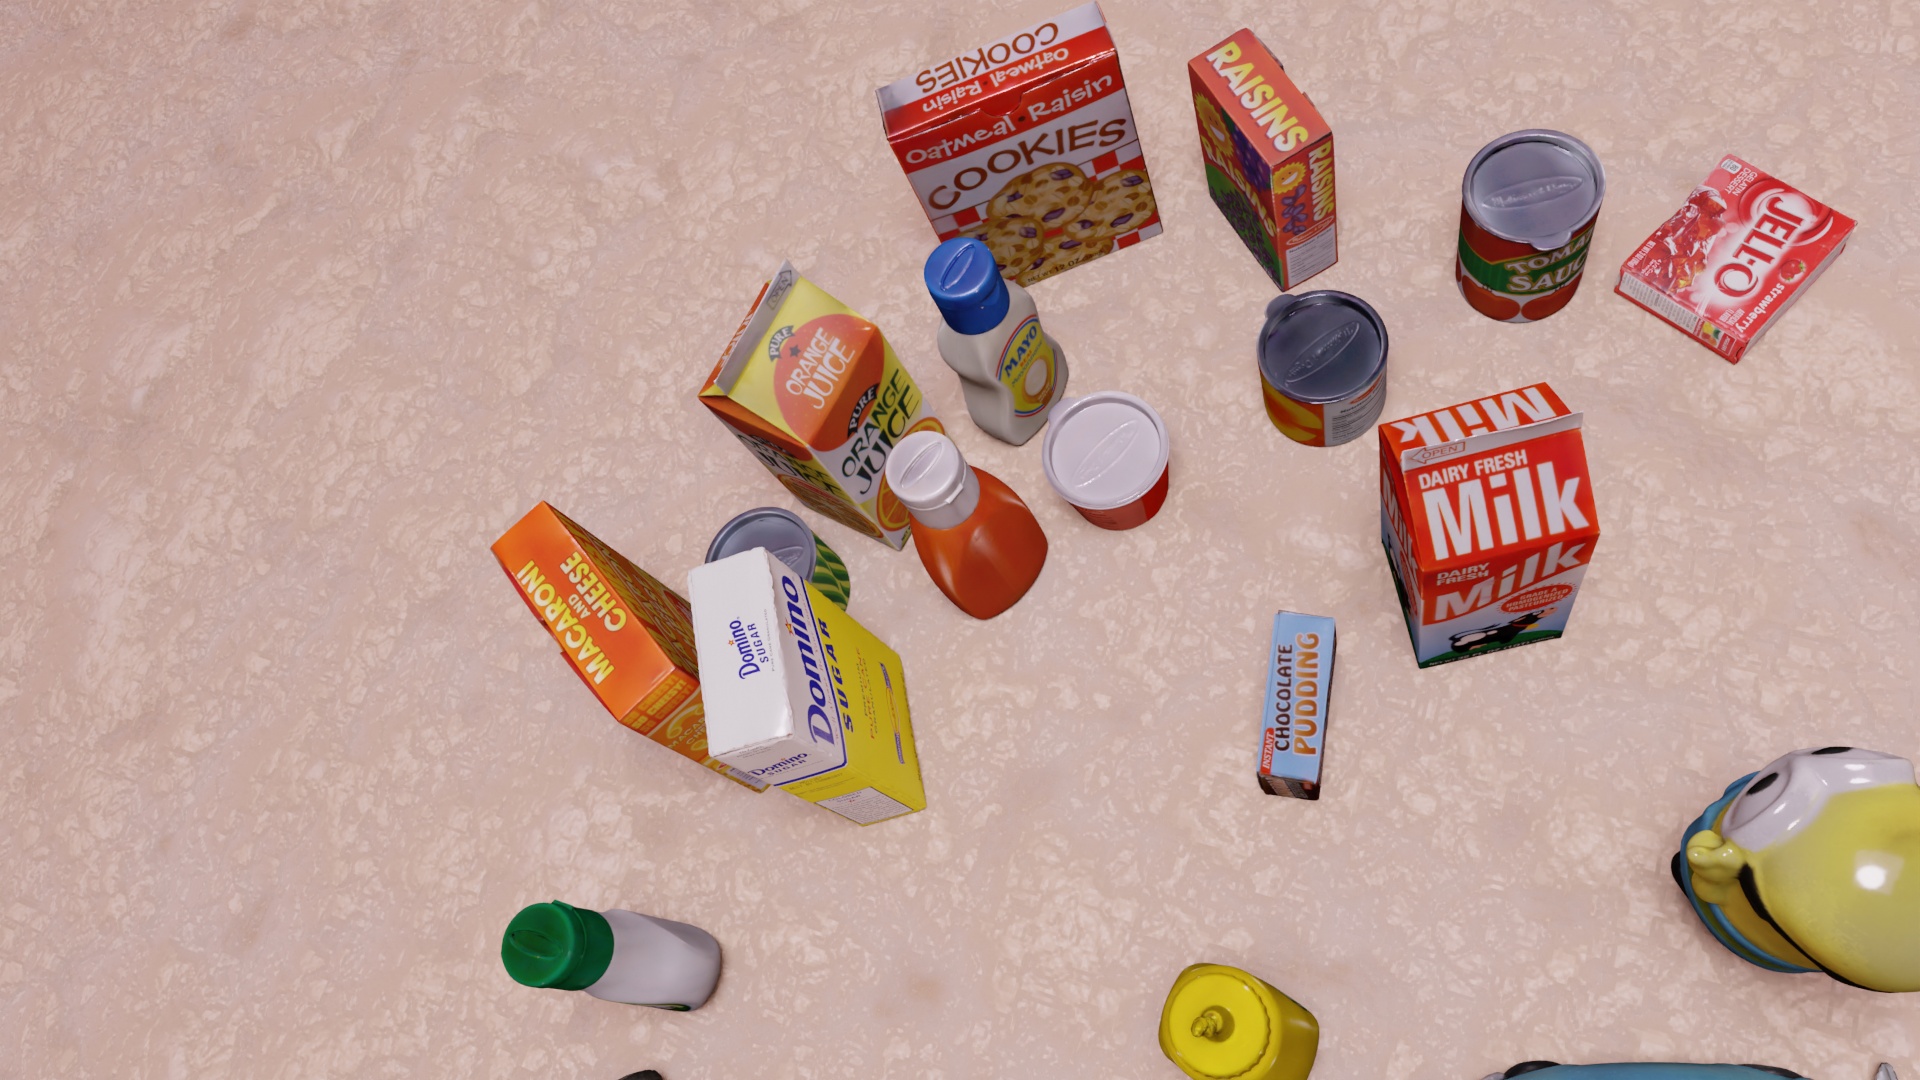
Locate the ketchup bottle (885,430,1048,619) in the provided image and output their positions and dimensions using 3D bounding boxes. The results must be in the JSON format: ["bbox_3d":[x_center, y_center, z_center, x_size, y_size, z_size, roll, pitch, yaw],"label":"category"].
[{"bbox_3d":[0.003,-0.009,0.710,0.043,0.148,0.065,38,83,25],"label":"ketchup bottle"}]

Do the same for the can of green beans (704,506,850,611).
[{"bbox_3d":[-0.102,0.022,0.779,0.071,0.057,0.071,-6,68,14],"label":"can of green beans"}]

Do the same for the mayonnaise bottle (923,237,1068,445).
[{"bbox_3d":[0.018,-0.107,0.745,0.041,0.147,0.065,28,79,24],"label":"mayonnaise bottle"}]

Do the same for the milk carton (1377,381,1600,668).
[{"bbox_3d":[0.231,-0.008,0.619,0.072,0.190,0.074,-14,66,11],"label":"milk carton"}]

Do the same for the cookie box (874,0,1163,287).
[{"bbox_3d":[0.038,-0.206,0.769,0.123,0.167,0.040,-20,65,8],"label":"cookie box"}]

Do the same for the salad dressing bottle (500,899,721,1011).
[{"bbox_3d":[-0.167,0.202,0.675,0.064,0.147,0.044,12,73,21],"label":"salad dressing bottle"}]

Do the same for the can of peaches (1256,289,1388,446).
[{"bbox_3d":[0.191,-0.092,0.739,0.071,0.058,0.071,-6,68,14],"label":"can of peaches"}]

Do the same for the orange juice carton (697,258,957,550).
[{"bbox_3d":[-0.072,-0.069,0.732,0.073,0.192,0.072,24,78,23],"label":"orange juice carton"}]

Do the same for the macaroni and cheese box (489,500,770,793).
[{"bbox_3d":[-0.157,0.060,0.719,0.040,0.166,0.124,-43,64,-3],"label":"macaroni and cheese box"}]

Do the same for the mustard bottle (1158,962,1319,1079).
[{"bbox_3d":[0.115,0.206,0.584,0.065,0.160,0.049,18,76,22],"label":"mustard bottle"}]

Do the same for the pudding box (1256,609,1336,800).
[{"bbox_3d":[0.165,0.081,0.681,0.030,0.049,0.084,5,71,18],"label":"pudding box"}]

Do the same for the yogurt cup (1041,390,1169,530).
[{"bbox_3d":[0.082,-0.040,0.752,0.072,0.054,0.072,-6,68,14],"label":"yogurt cup"}]

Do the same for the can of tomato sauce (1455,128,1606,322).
[{"bbox_3d":[0.294,-0.160,0.722,0.071,0.083,0.071,-6,68,14],"label":"can of tomato sauce"}]

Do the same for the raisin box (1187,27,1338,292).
[{"bbox_3d":[0.167,-0.204,0.755,0.040,0.123,0.086,-30,64,4],"label":"raisin box"}]
